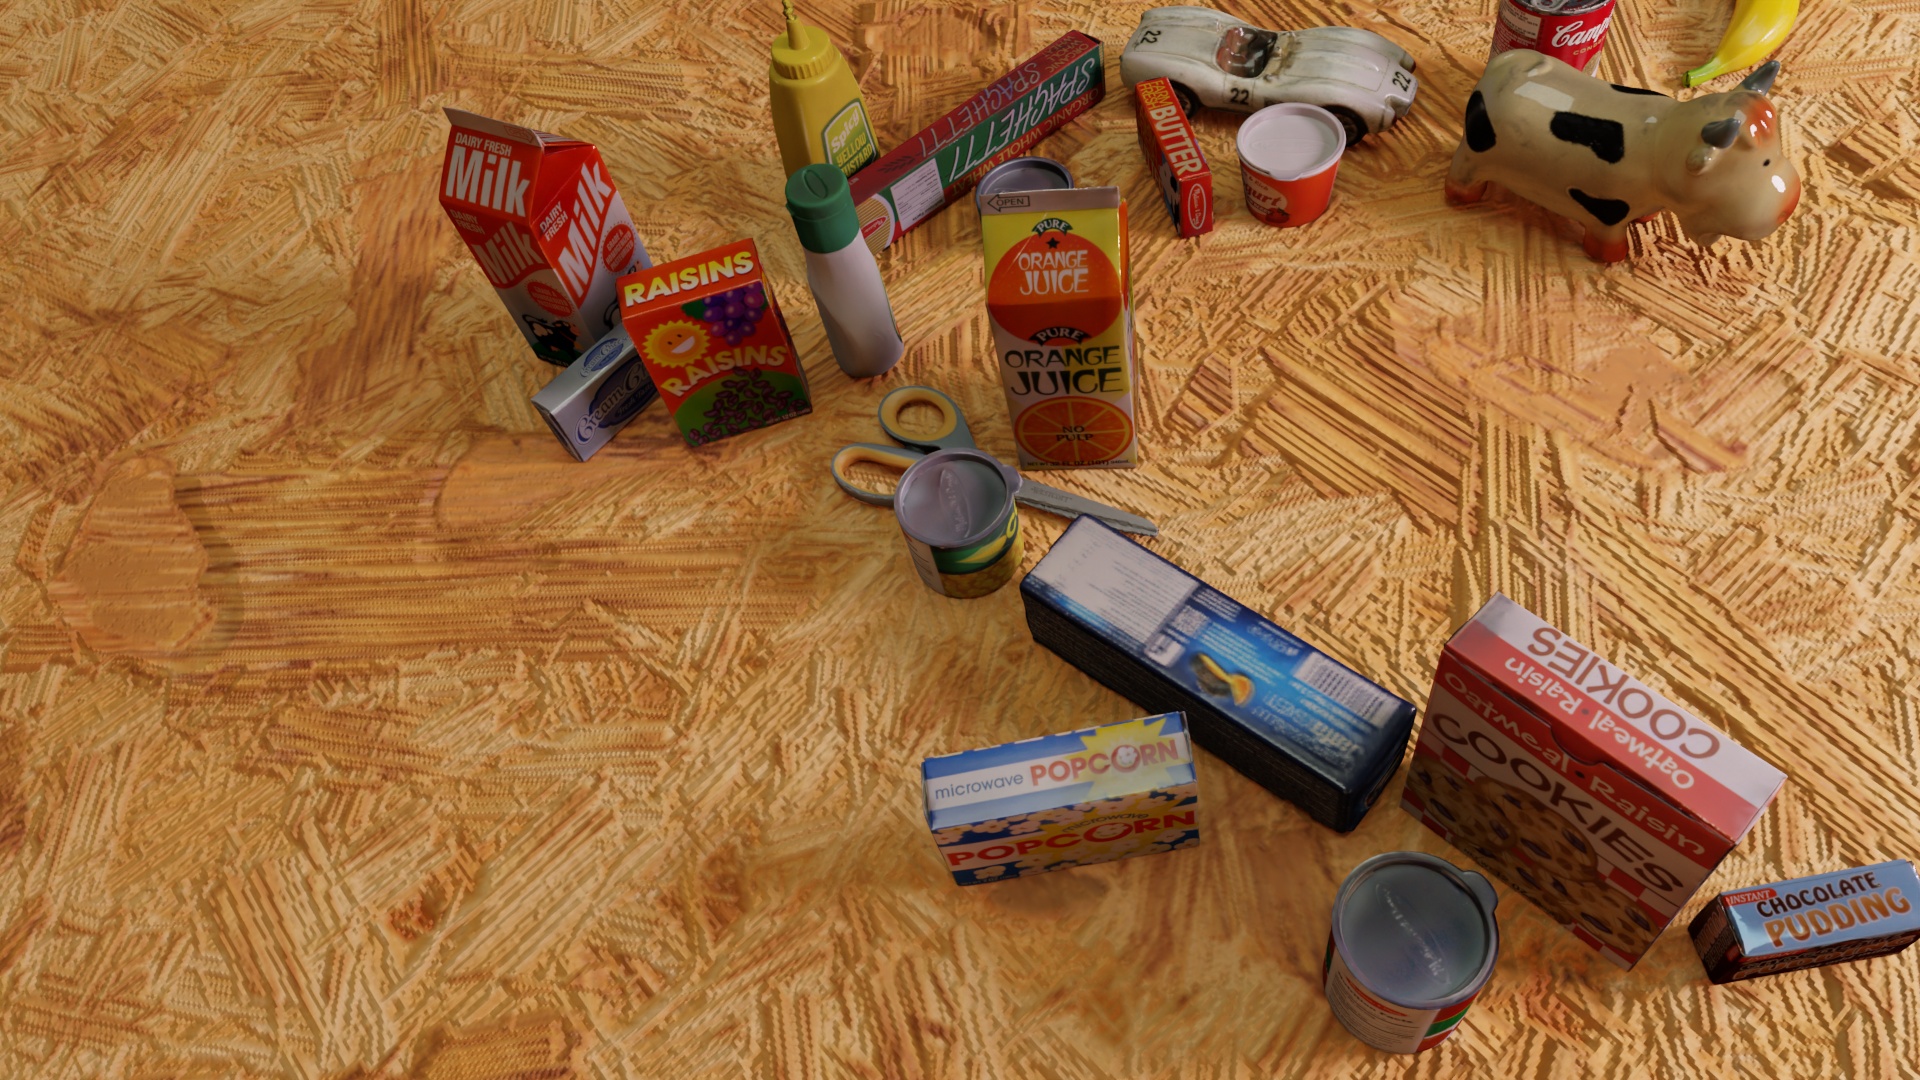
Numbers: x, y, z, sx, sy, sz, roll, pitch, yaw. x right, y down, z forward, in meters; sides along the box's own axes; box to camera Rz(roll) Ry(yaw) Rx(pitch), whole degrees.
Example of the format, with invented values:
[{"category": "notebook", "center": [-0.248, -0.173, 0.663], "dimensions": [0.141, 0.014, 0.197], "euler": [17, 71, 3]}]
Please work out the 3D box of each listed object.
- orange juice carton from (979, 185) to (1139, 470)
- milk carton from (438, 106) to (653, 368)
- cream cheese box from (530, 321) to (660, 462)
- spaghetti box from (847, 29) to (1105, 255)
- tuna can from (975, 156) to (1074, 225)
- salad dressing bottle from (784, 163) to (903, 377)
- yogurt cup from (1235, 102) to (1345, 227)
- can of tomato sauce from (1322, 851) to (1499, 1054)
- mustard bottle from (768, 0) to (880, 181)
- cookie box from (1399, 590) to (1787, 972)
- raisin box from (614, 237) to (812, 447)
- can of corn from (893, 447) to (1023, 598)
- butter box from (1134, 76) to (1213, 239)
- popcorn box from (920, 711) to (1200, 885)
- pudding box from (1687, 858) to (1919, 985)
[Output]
[{"category": "orange juice carton", "center": [0.058, -0.123, 0.766], "dimensions": [0.072, 0.191, 0.073], "euler": [-1, 57, 10]}, {"category": "milk carton", "center": [-0.256, -0.191, 0.871], "dimensions": [0.072, 0.189, 0.074], "euler": [18, 62, 21]}, {"category": "cream cheese box", "center": [-0.220, -0.102, 0.888], "dimensions": [0.024, 0.053, 0.104], "euler": [34, 69, 27]}, {"category": "spaghetti box", "center": [-0.001, -0.268, 0.959], "dimensions": [0.251, 0.050, 0.029], "euler": [-38, 59, -14]}, {"category": "tuna can", "center": [0.043, -0.221, 0.930], "dimensions": [0.071, 0.032, 0.071], "euler": [-5, 56, 7]}, {"category": "salad dressing bottle", "center": [-0.071, -0.161, 0.843], "dimensions": [0.044, 0.147, 0.064], "euler": [-27, 57, -7]}, {"category": "yogurt cup", "center": [0.213, -0.241, 0.899], "dimensions": [0.072, 0.053, 0.073], "euler": [-5, 57, 7]}, {"category": "can of tomato sauce", "center": [0.195, 0.181, 0.608], "dimensions": [0.071, 0.082, 0.071], "euler": [-5, 57, 8]}, {"category": "mustard bottle", "center": [-0.095, -0.288, 0.923], "dimensions": [0.049, 0.159, 0.065], "euler": [29, 67, 26]}, {"category": "cookie box", "center": [0.258, 0.108, 0.593], "dimensions": [0.040, 0.166, 0.123], "euler": [-43, 60, -17]}, {"category": "raisin box", "center": [-0.146, -0.118, 0.843], "dimensions": [0.086, 0.123, 0.040], "euler": [-16, 56, 0]}, {"category": "can of corn", "center": [0.003, -0.010, 0.783], "dimensions": [0.071, 0.058, 0.071], "euler": [-5, 57, 7]}, {"category": "butter box", "center": [0.141, -0.255, 0.922], "dimensions": [0.024, 0.053, 0.104], "euler": [-15, 56, 1]}, {"category": "popcorn box", "center": [0.050, 0.126, 0.669], "dimensions": [0.127, 0.085, 0.038], "euler": [-11, 56, 3]}, {"category": "pudding box", "center": [0.370, 0.167, 0.605], "dimensions": [0.084, 0.049, 0.030], "euler": [-11, 56, 3]}]
